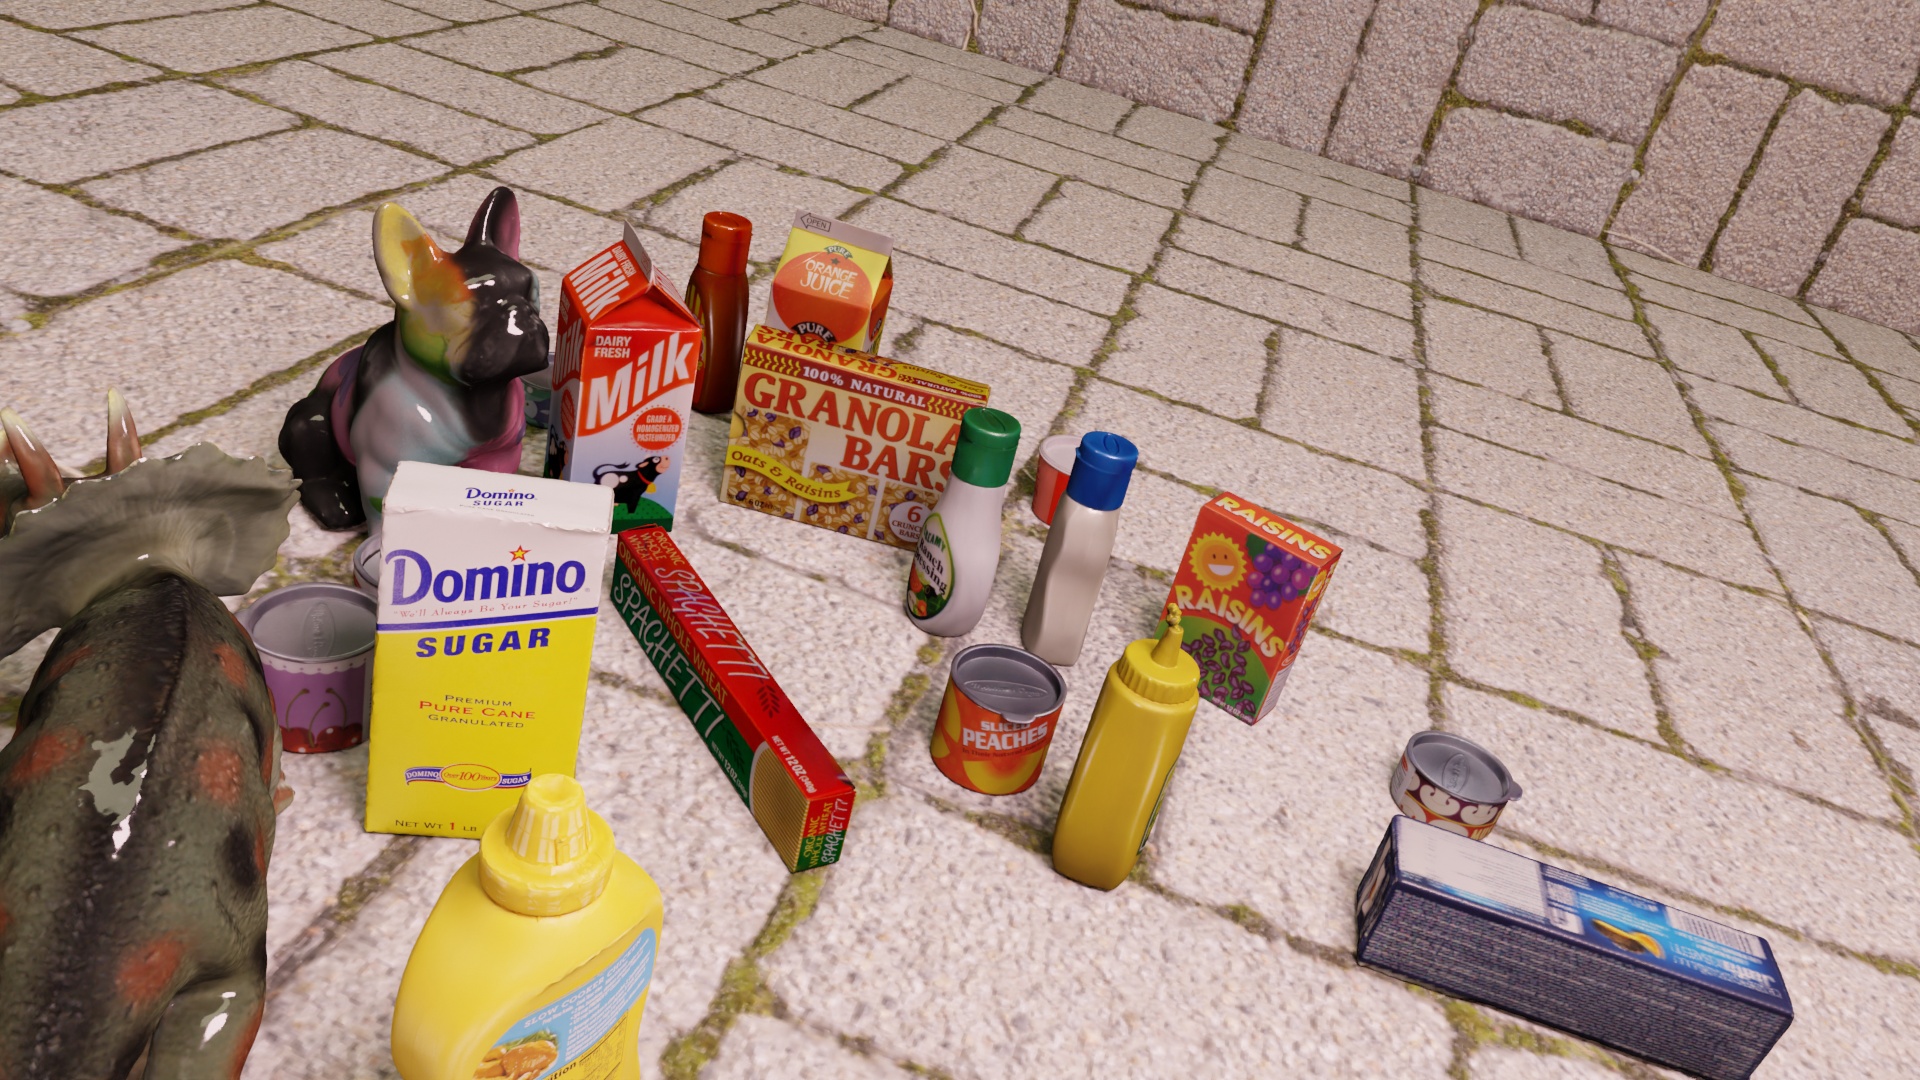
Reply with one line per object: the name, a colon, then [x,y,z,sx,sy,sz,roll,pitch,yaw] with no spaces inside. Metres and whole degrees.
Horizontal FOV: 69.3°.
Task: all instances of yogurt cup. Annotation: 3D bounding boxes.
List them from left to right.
yogurt cup: [0.087,-0.042,1.054,0.072,0.053,0.073,11,29,-6]

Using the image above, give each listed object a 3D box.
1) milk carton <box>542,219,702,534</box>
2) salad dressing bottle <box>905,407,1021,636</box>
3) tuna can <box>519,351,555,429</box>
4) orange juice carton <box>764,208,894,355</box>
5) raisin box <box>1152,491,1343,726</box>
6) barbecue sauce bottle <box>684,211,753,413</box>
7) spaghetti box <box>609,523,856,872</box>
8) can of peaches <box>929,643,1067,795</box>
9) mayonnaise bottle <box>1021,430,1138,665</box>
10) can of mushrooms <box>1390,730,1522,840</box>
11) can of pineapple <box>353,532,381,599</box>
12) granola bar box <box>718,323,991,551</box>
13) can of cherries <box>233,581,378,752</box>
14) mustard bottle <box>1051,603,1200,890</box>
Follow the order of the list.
milk carton: [-0.214,-0.101,0.879,0.073,0.189,0.072,-3,34,-29]
salad dressing bottle: [0.003,-0.011,0.867,0.044,0.147,0.064,-2,33,-29]
tuna can: [-0.293,-0.109,1.017,0.071,0.032,0.071,11,29,-6]
orange juice carton: [-0.099,-0.135,0.989,0.072,0.191,0.073,16,29,2]
raisin box: [0.178,0.043,0.881,0.086,0.122,0.040,31,33,26]
barbecue sauce bottle: [-0.187,-0.175,1.061,0.044,0.147,0.065,-8,37,-36]
spaghetti box: [-0.131,0.076,0.754,0.029,0.050,0.251,-7,36,-35]
can of peaches: [0.020,0.101,0.774,0.071,0.057,0.071,11,29,-6]
mayonnaise bottle: [0.075,0.004,0.874,0.041,0.147,0.065,11,29,-7]
can of mushrooms: [0.300,0.150,0.844,0.071,0.033,0.071,11,29,-6]
can of pineapple: [-0.289,0.034,0.747,0.071,0.057,0.071,11,29,-6]
granola bar box: [-0.074,-0.066,0.951,0.166,0.123,0.039,15,29,-1]
can of cherries: [-0.319,0.062,0.683,0.071,0.058,0.072,11,29,-6]
mustard bottle: [0.087,0.101,0.701,0.049,0.159,0.065,20,29,9]
